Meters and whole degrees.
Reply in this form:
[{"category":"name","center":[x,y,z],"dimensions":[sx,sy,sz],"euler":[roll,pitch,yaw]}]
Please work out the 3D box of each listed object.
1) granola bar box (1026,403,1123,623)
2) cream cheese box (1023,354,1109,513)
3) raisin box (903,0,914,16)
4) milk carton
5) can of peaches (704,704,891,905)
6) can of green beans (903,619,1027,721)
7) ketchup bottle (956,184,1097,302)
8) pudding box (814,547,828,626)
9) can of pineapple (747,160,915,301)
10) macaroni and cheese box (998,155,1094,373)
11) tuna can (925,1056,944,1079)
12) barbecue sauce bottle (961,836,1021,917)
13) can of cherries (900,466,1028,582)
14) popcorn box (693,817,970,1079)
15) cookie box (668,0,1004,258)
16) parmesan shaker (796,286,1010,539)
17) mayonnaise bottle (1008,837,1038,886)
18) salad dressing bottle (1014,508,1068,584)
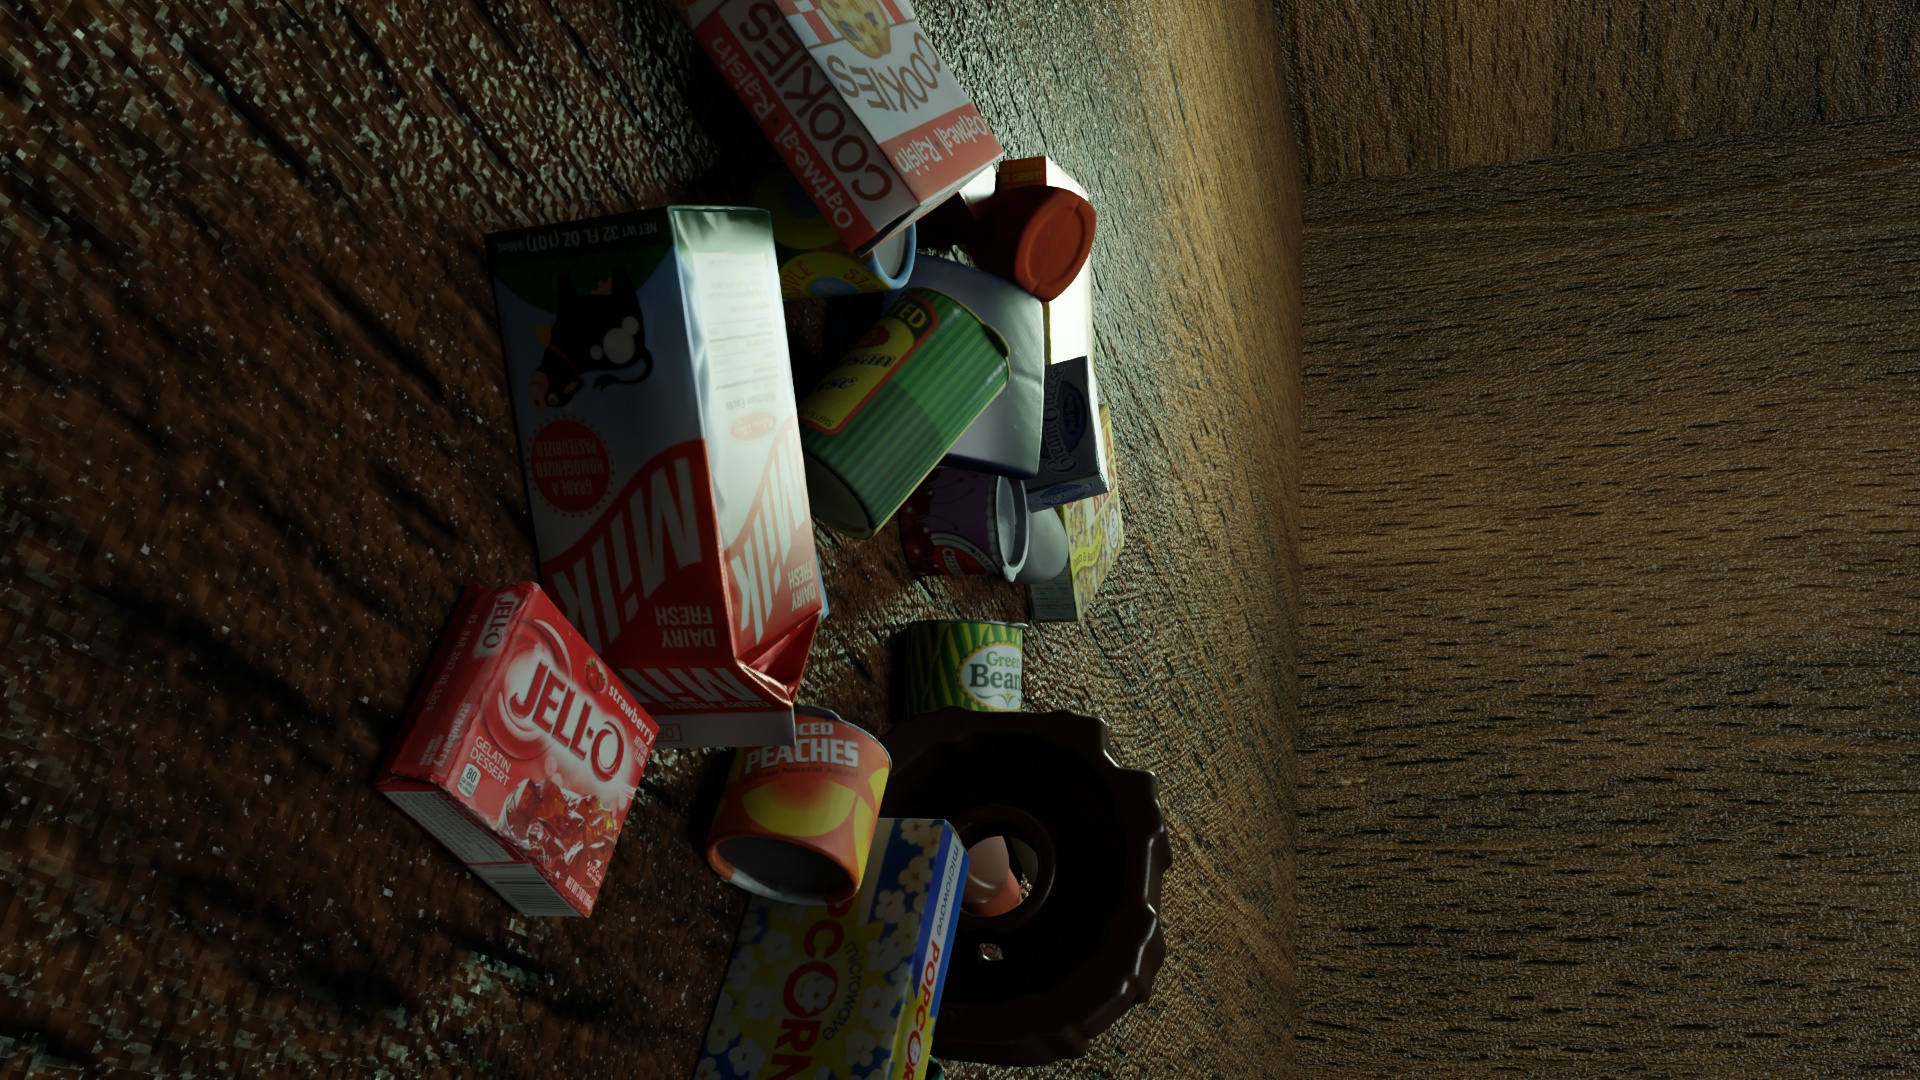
[{"category":"granola bar box","center":[0.085,-0.025,1.067],"dimensions":[0.166,0.039,0.123],"euler":[-48,132,-63]},{"category":"cream cheese box","center":[0.062,-0.069,0.881],"dimensions":[0.024,0.053,0.104],"euler":[58,23,-49]},{"category":"raisin box","center":[-0.059,-0.238,0.691],"dimensions":[0.086,0.040,0.124],"euler":[43,47,-62]},{"category":"milk carton","center":[-0.101,-0.017,0.491],"dimensions":[0.074,0.072,0.190],"euler":[-31,116,-68]},{"category":"can of peaches","center":[-0.067,0.110,0.577],"dimensions":[0.071,0.071,0.058],"euler":[66,29,-46]},{"category":"can of green beans","center":[0.002,0.076,0.777],"dimensions":[0.071,0.071,0.058],"euler":[27,62,-68]},{"category":"ketchup bottle","center":[0.031,-0.182,0.829],"dimensions":[0.064,0.043,0.149],"euler":[-62,-158,7]},{"category":"pudding box","center":[-0.085,0.006,0.596],"dimensions":[0.050,0.030,0.083],"euler":[-53,136,-60]},{"category":"can of pineapple","center":[-0.059,-0.145,0.649],"dimensions":[0.071,0.058,0.071],"euler":[-3,91,-71]},{"category":"macaroni and cheese box","center":[0.064,-0.186,1.030],"dimensions":[0.124,0.040,0.166],"euler":[1,87,-70]},{"category":"tuna can","center":[-0.039,0.261,0.634],"dimensions":[0.071,0.071,0.033],"euler":[-3,89,-71]},{"category":"barbecue sauce bottle","center":[0.001,0.176,0.796],"dimensions":[0.148,0.043,0.065],"euler":[66,23,-47]},{"category":"can of cherries","center":[0.003,-0.010,0.805],"dimensions":[0.071,0.058,0.071],"euler":[-3,91,-72]},{"category":"popcorn box","center":[-0.051,0.180,0.586],"dimensions":[0.038,0.085,0.127],"euler":[66,29,-44]},{"category":"cookie box","center":[-0.059,-0.209,0.581],"dimensions":[0.167,0.040,0.123],"euler":[54,29,-10]},{"category":"parmesan shaker","center":[-0.032,-0.059,0.638],"dimensions":[0.103,0.071,0.071],"euler":[-50,142,-22]},{"category":"mayonnaise bottle","center":[0.047,0.174,0.932],"dimensions":[0.147,0.041,0.065],"euler":[65,27,-44]},{"category":"salad dressing bottle","center":[0.029,-0.021,0.905],"dimensions":[0.147,0.044,0.064],"euler":[51,39,-56]}]
